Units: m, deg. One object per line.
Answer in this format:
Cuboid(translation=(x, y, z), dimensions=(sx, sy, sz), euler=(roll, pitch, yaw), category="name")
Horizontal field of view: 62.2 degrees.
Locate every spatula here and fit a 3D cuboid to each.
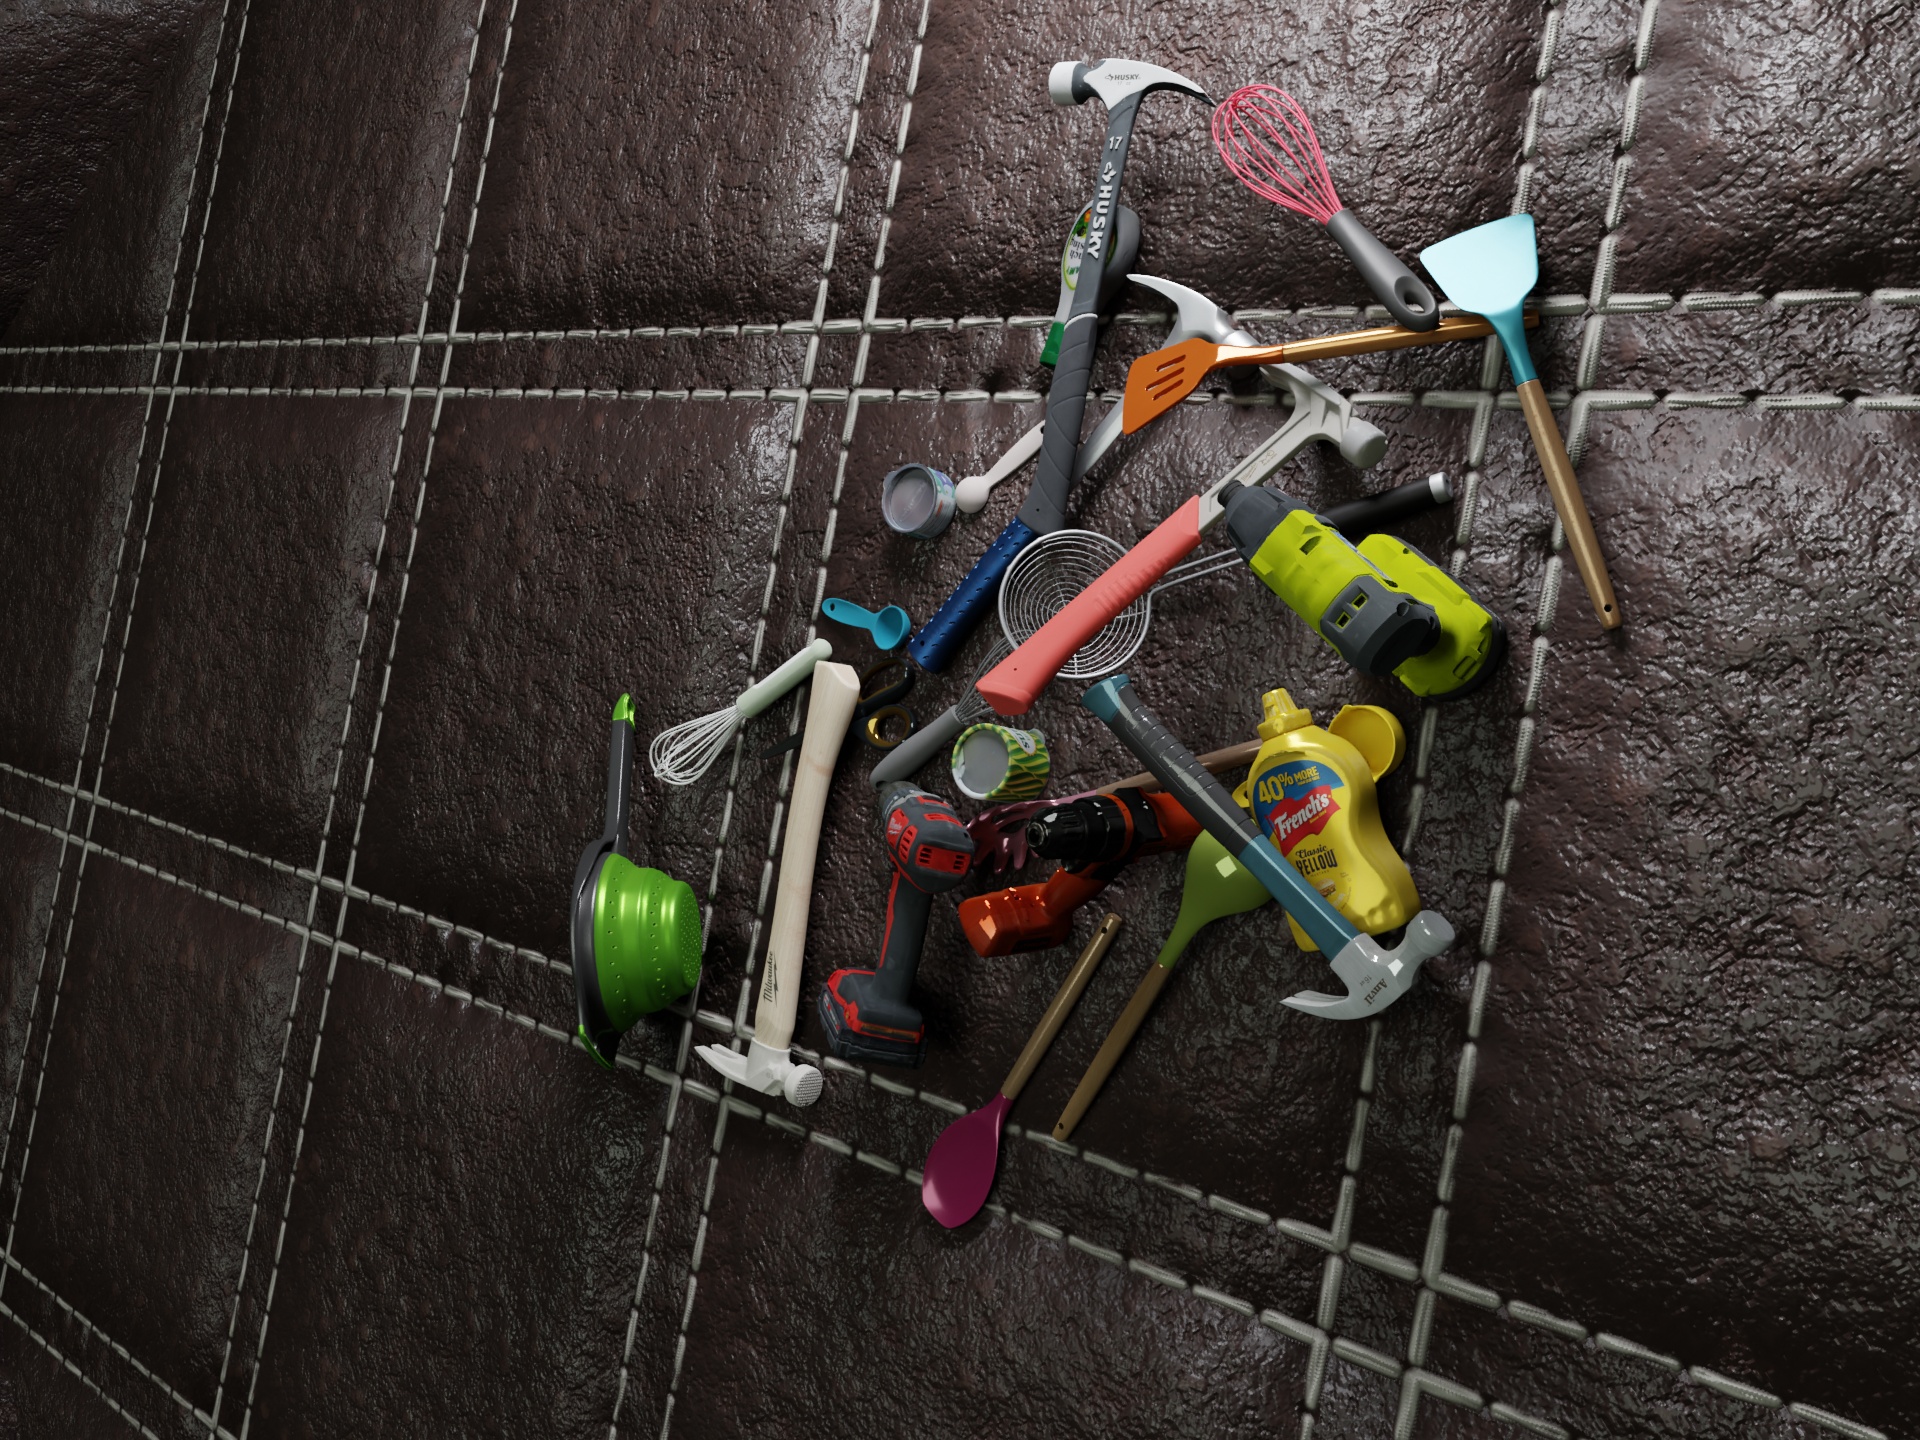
Cuboid(translation=(0.415, -0.215, 1.136), dimensions=(0.082, 0.044, 0.317), euler=(-18, 81, 15), category="spatula")
Cuboid(translation=(0.277, -0.281, 1.230), dimensions=(0.322, 0.041, 0.081), euler=(-4, 58, 22), category="spatula")

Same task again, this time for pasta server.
Cuboid(translation=(0.137, 0.061, 1.309), dimensions=(0.316, 0.060, 0.040), euler=(-19, 29, 31), category="pasta server")

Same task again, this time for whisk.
Cuboid(translation=(-0.003, -0.004, 1.422), dimensions=(0.239, 0.055, 0.055), euler=(-39, 62, 30), category="whisk")
Cuboid(translation=(0.285, -0.401, 1.244), dimensions=(0.073, 0.073, 0.296), euler=(-44, 57, 24), category="whisk")
Cuboid(translation=(-0.221, -0.009, 1.588), dimensions=(0.246, 0.058, 0.059), euler=(-35, 98, 23), category="whisk")

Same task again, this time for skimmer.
Cuboid(translation=(0.201, -0.128, 1.256), dimensions=(0.363, 0.090, 0.127), euler=(-17, 83, 33), category="skimmer")

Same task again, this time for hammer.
Cuboid(translation=(-0.163, 0.146, 1.512), dimensions=(0.146, 0.038, 0.410), euler=(11, 92, 39), category="hammer")
Cuboid(translation=(0.205, 0.082, 1.170), dimensions=(0.331, 0.033, 0.128), euler=(49, 126, 27), category="hammer")
Cuboid(translation=(0.111, -0.355, 1.346), dimensions=(0.149, 0.036, 0.409), euler=(12, 92, 31), category="hammer")
Cuboid(translation=(0.085, -0.206, 1.392), dimensions=(0.405, 0.035, 0.144), euler=(-50, 58, 20), category="hammer")
Cuboid(translation=(0.152, -0.138, 1.239), dimensions=(0.359, 0.036, 0.149), euler=(-41, 49, -1), category="hammer")

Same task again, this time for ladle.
Cuboid(translation=(0.159, 0.214, 1.274), dimensions=(0.078, 0.062, 0.320), euler=(43, 115, 36), category="ladle")

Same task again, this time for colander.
Cuboid(translation=(-0.313, 0.145, 1.601), dimensions=(0.094, 0.204, 0.397), euler=(-5, 60, 3), category="colander")

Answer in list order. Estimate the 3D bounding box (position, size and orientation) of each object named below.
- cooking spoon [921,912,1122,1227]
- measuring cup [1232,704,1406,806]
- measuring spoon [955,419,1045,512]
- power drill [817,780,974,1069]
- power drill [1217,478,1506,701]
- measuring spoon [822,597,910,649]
Cuboid(translation=(0.053, 0.297, 1.348), dimensions=(0.069, 0.017, 0.319), euler=(38, 107, 34), category="cooking spoon")
Cuboid(translation=(0.274, 0.035, 1.223), dimensions=(0.156, 0.029, 0.062), euler=(-30, 73, 43), category="measuring cup")
Cuboid(translation=(0.039, -0.234, 1.442), dimensions=(0.124, 0.018, 0.034), euler=(-39, 61, 25), category="measuring spoon")
Cuboid(translation=(-0.057, 0.168, 1.390), dimensions=(0.188, 0.080, 0.226), euler=(-137, 61, -71), category="power drill")
Cuboid(translation=(0.278, -0.092, 1.108), dimensions=(0.080, 0.223, 0.171), euler=(-52, 57, 19), category="power drill")
Cuboid(translation=(-0.088, -0.096, 1.522), dimensions=(0.129, 0.021, 0.042), euler=(22, 96, 46), category="measuring spoon")
